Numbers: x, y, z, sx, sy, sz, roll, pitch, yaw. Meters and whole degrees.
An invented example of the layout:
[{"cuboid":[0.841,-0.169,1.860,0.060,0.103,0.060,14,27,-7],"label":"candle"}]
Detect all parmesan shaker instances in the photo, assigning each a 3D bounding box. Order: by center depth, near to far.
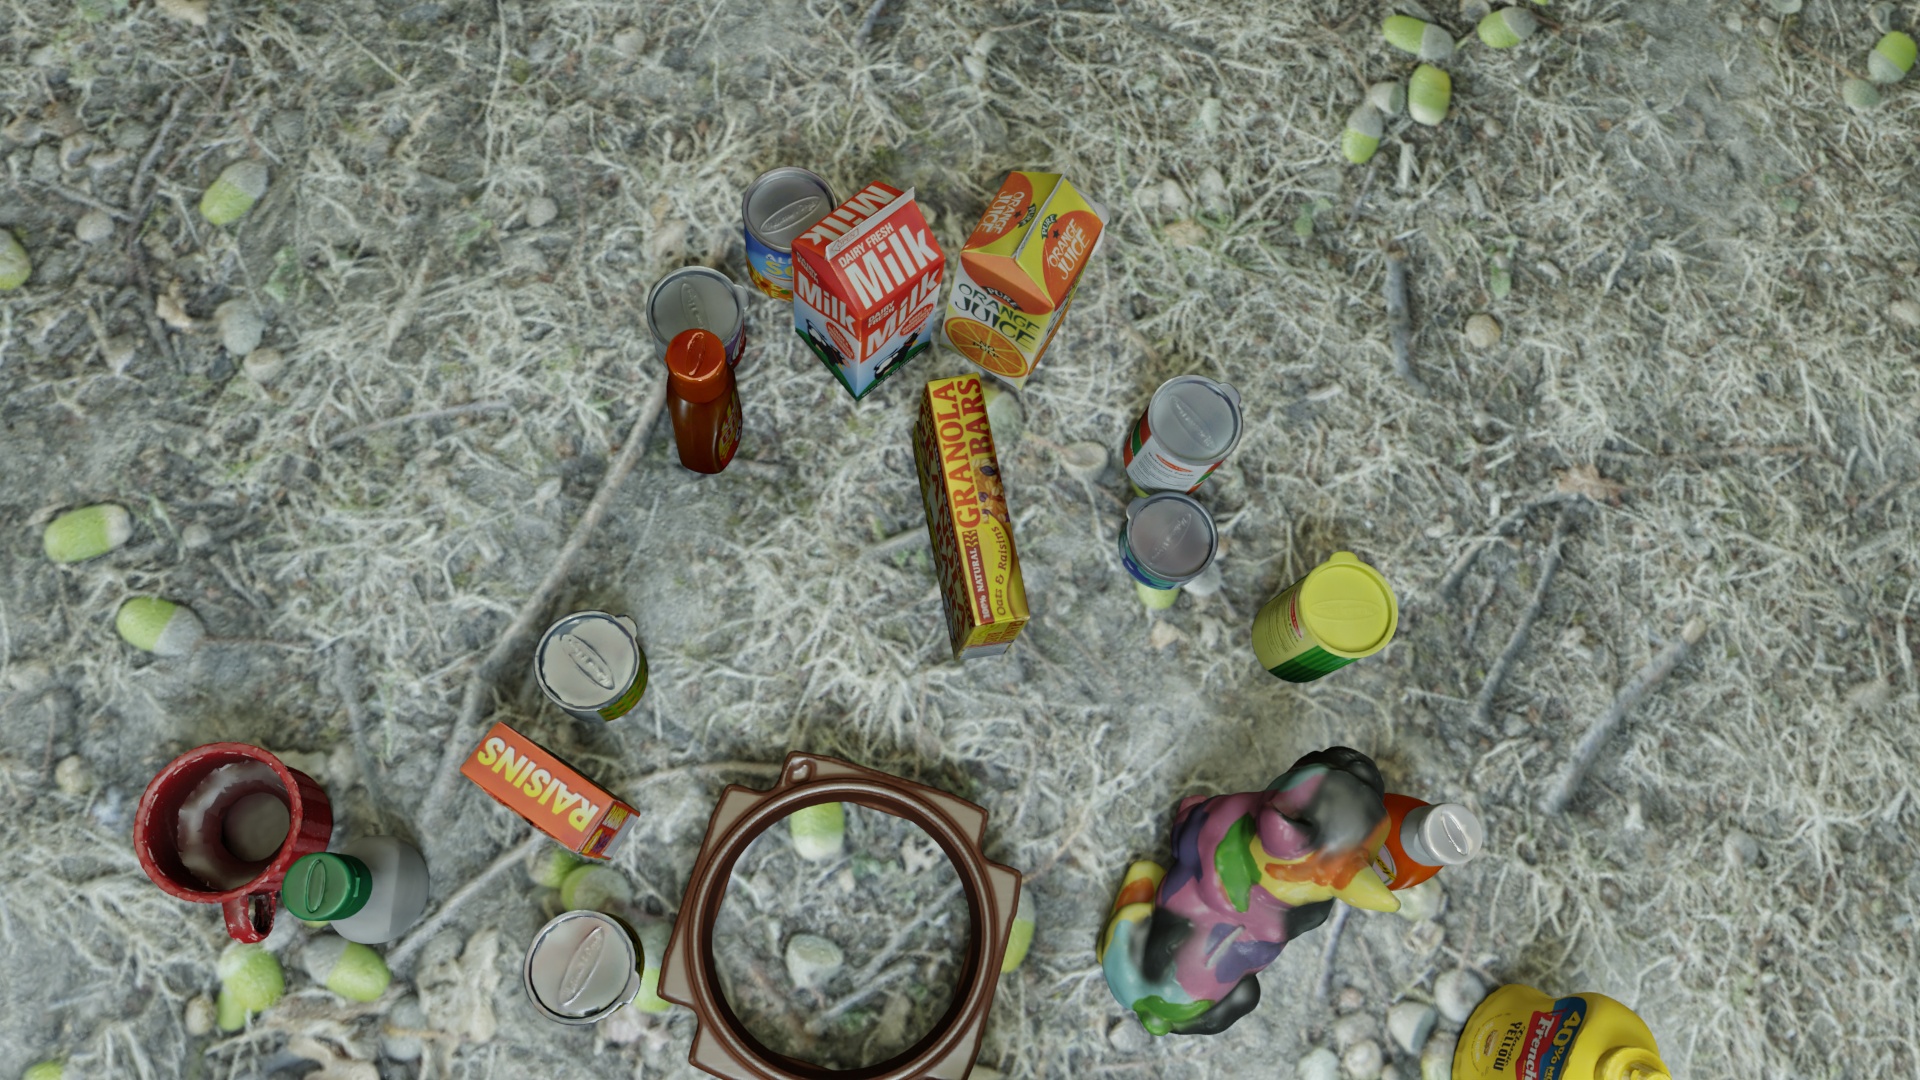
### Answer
[{"cuboid":[0.246,0.054,0.947,0.071,0.102,0.071,2,74,-6],"label":"parmesan shaker"}]

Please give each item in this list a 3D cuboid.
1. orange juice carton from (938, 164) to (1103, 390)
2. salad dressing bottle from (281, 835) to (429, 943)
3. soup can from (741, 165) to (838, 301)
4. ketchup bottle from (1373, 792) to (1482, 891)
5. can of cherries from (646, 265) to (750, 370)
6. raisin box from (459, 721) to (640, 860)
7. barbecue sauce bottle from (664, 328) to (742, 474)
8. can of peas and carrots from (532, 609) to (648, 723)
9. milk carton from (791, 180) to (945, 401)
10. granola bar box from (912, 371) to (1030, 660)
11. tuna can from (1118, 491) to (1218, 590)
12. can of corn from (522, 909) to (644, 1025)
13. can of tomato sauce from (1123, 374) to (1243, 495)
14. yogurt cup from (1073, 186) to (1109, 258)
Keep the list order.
[{"cuboid":[0.041,-0.181,0.944,0.073,0.192,0.072,30,74,2],"label":"orange juice carton"},{"cuboid":[-0.353,0.203,0.814,0.044,0.147,0.064,3,74,-6],"label":"salad dressing bottle"},{"cuboid":[-0.120,-0.214,0.992,0.071,0.083,0.071,2,74,-6],"label":"soup can"},{"cuboid":[0.284,0.191,0.889,0.043,0.148,0.065,-25,79,-12],"label":"ketchup bottle"},{"cuboid":[-0.183,-0.151,0.980,0.071,0.058,0.071,2,74,-6],"label":"can of cherries"},{"cuboid":[-0.249,0.156,0.852,0.086,0.123,0.040,34,74,4],"label":"raisin box"},{"cuboid":[-0.170,-0.094,0.919,0.044,0.148,0.065,12,74,-3],"label":"barbecue sauce bottle"},{"cuboid":[-0.238,0.081,0.908,0.071,0.058,0.071,2,74,-6],"label":"can of peas and carrots"},{"cuboid":[-0.063,-0.171,0.931,0.072,0.190,0.073,-39,82,-15],"label":"milk carton"},{"cuboid":[0.003,-0.012,0.927,0.039,0.124,0.166,-9,76,-9],"label":"granola bar box"},{"cuboid":[0.145,-0.001,0.988,0.071,0.032,0.071,2,74,-6],"label":"tuna can"},{"cuboid":[-0.228,0.264,0.857,0.071,0.058,0.071,2,74,-6],"label":"can of corn"},{"cuboid":[0.157,-0.073,0.984,0.071,0.083,0.071,2,74,-6],"label":"can of tomato sauce"},{"cuboid":[0.069,-0.223,1.032,0.072,0.053,0.072,2,74,-6],"label":"yogurt cup"}]
